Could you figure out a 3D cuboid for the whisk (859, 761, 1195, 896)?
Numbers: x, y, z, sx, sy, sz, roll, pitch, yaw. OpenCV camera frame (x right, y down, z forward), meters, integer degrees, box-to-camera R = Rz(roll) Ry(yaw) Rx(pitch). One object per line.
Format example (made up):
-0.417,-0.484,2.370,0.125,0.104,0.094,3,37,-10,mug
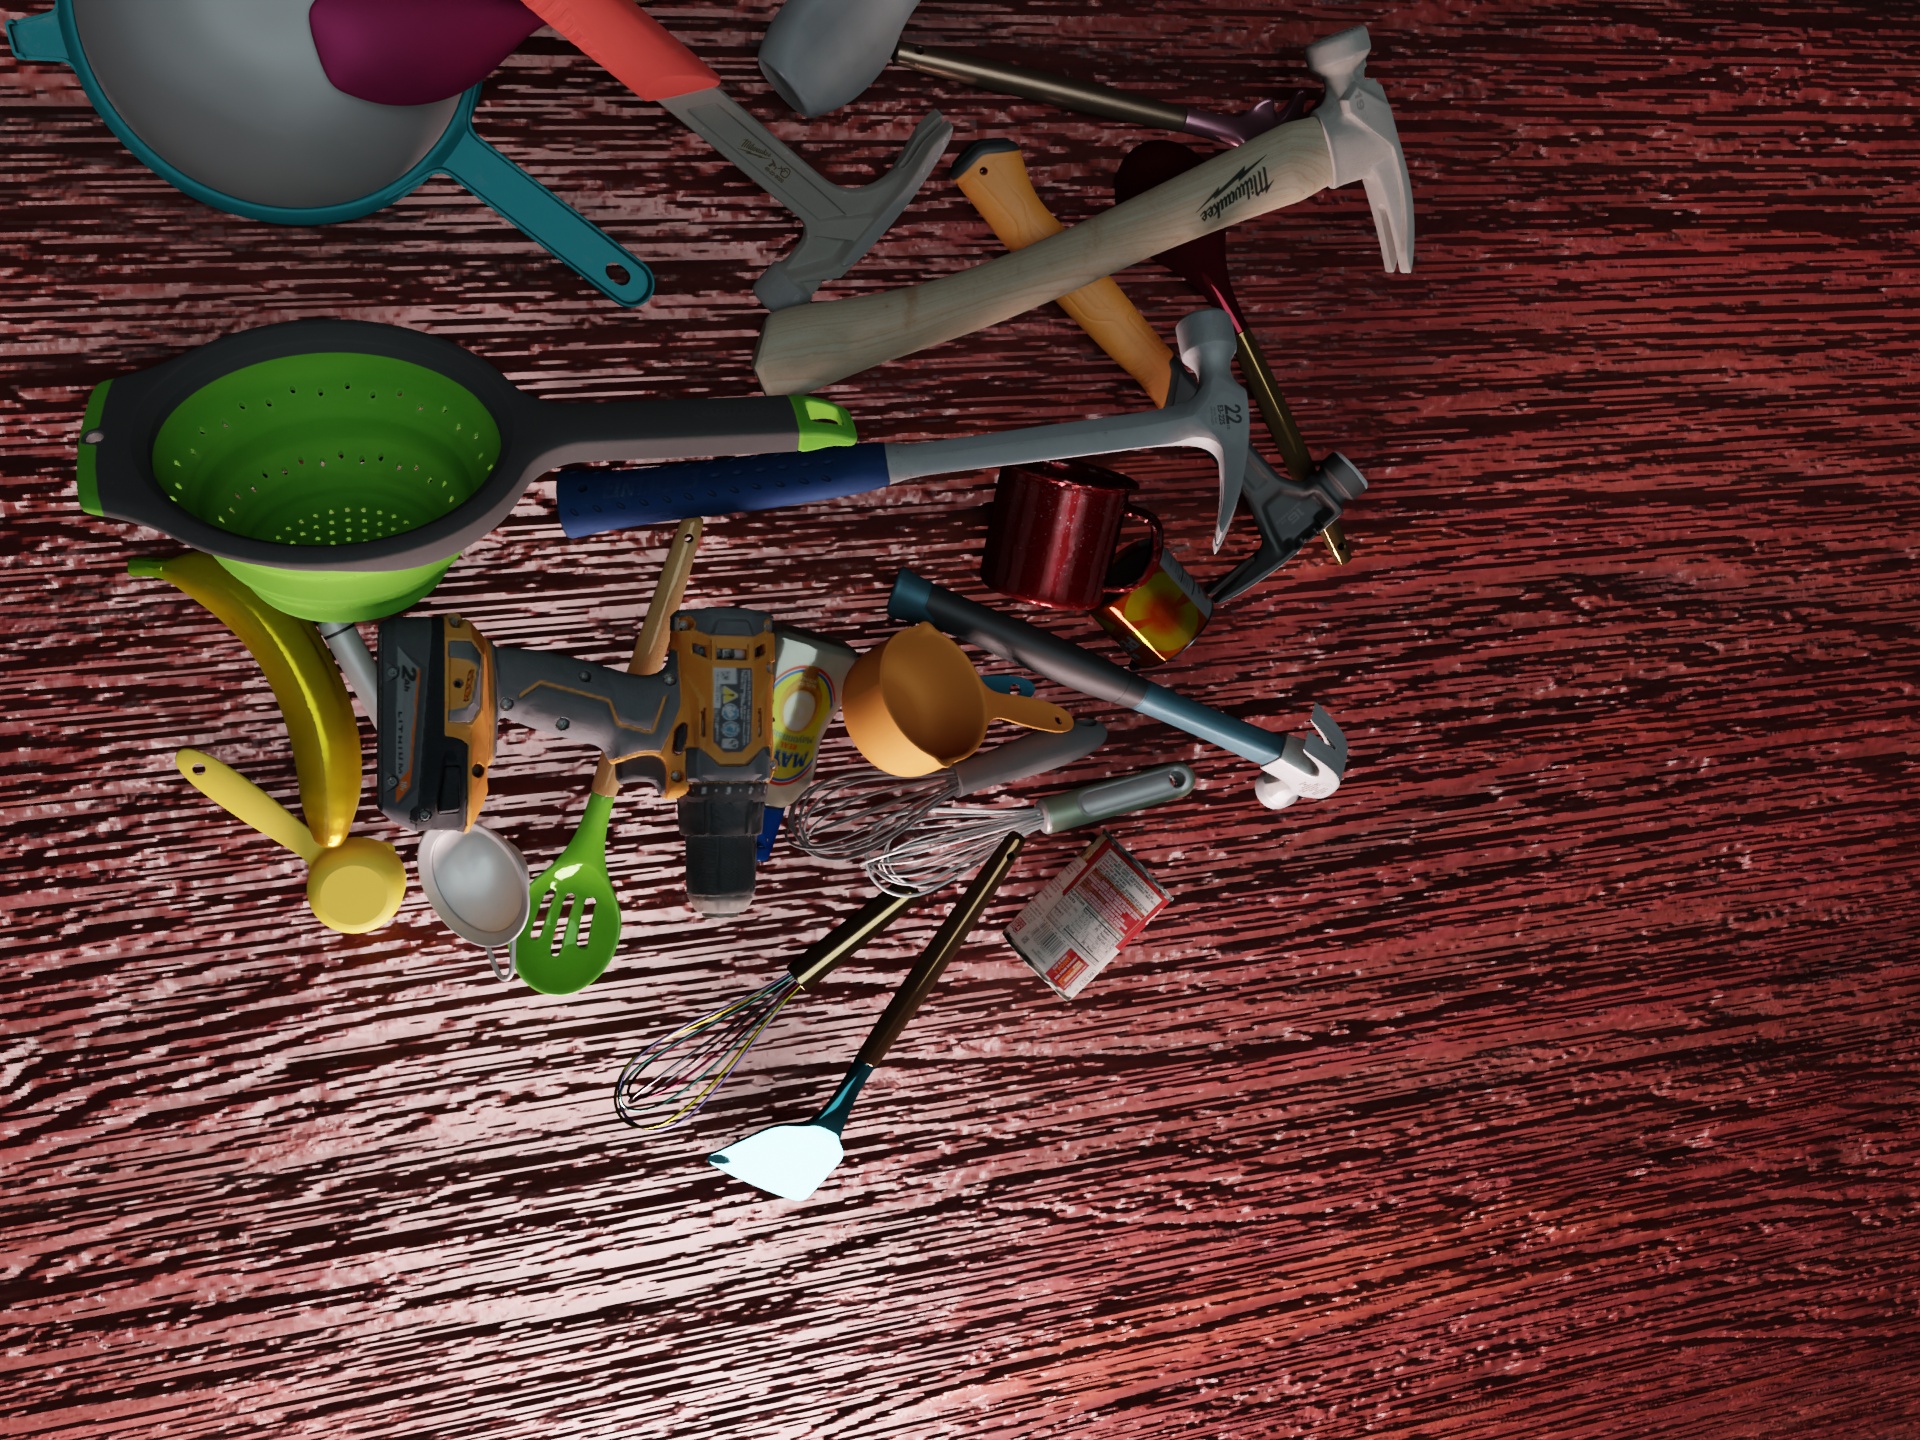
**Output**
0.049,0.067,1.074,0.246,0.059,0.058,-14,81,-17,whisk

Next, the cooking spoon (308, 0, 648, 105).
-0.183,-0.386,0.839,0.319,0.017,0.068,-26,121,-27,cooking spoon

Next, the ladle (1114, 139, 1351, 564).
0.191,-0.232,1.043,0.069,0.031,0.315,-34,114,-4,ladle

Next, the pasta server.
0.114,-0.377,0.971,0.316,0.040,0.060,6,72,-17,pasta server

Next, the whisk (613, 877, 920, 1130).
-0.129,0.182,1.056,0.245,0.047,0.051,-38,125,-9,whisk

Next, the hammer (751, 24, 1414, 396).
0.075,-0.268,0.947,0.410,0.038,0.146,-23,109,-5,hammer

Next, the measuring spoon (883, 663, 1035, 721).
-0.011,-0.018,1.049,0.128,0.021,0.042,-3,92,-26,measuring spoon

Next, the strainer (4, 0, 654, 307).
-0.300,-0.327,0.826,0.340,0.095,0.211,35,93,-21,strainer

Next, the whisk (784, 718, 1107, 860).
-0.005,0.039,1.036,0.239,0.055,0.055,-17,110,-26,whisk

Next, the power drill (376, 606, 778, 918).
-0.216,0.025,0.920,0.226,0.084,0.185,0,90,-23,power drill

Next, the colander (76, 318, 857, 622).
-0.255,-0.127,0.876,0.397,0.205,0.094,-6,138,-17,colander

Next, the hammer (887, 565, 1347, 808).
0.104,-0.022,1.038,0.331,0.128,0.033,22,71,-12,hammer

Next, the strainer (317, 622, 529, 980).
-0.319,0.036,0.954,0.087,0.050,0.258,-15,108,30,strainer

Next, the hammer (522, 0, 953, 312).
-0.165,-0.355,0.814,0.149,0.037,0.358,-46,135,15,hammer

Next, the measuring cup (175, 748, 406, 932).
-0.399,0.071,0.944,0.062,0.029,0.156,-47,114,0,measuring cup

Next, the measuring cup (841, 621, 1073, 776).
-0.002,-0.003,1.015,0.173,0.052,0.095,11,64,-44,measuring cup

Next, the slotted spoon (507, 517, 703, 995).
-0.212,0.022,0.990,0.070,0.031,0.313,16,98,-21,slotted spoon

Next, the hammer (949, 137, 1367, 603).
0.110,-0.225,1.008,0.127,0.034,0.336,-41,110,12,hammer

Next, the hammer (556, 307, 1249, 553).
-0.031,-0.147,0.930,0.405,0.035,0.144,-7,74,1,hammer

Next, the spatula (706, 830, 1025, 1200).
-0.053,0.201,1.068,0.082,0.044,0.317,31,99,-23,spatula
